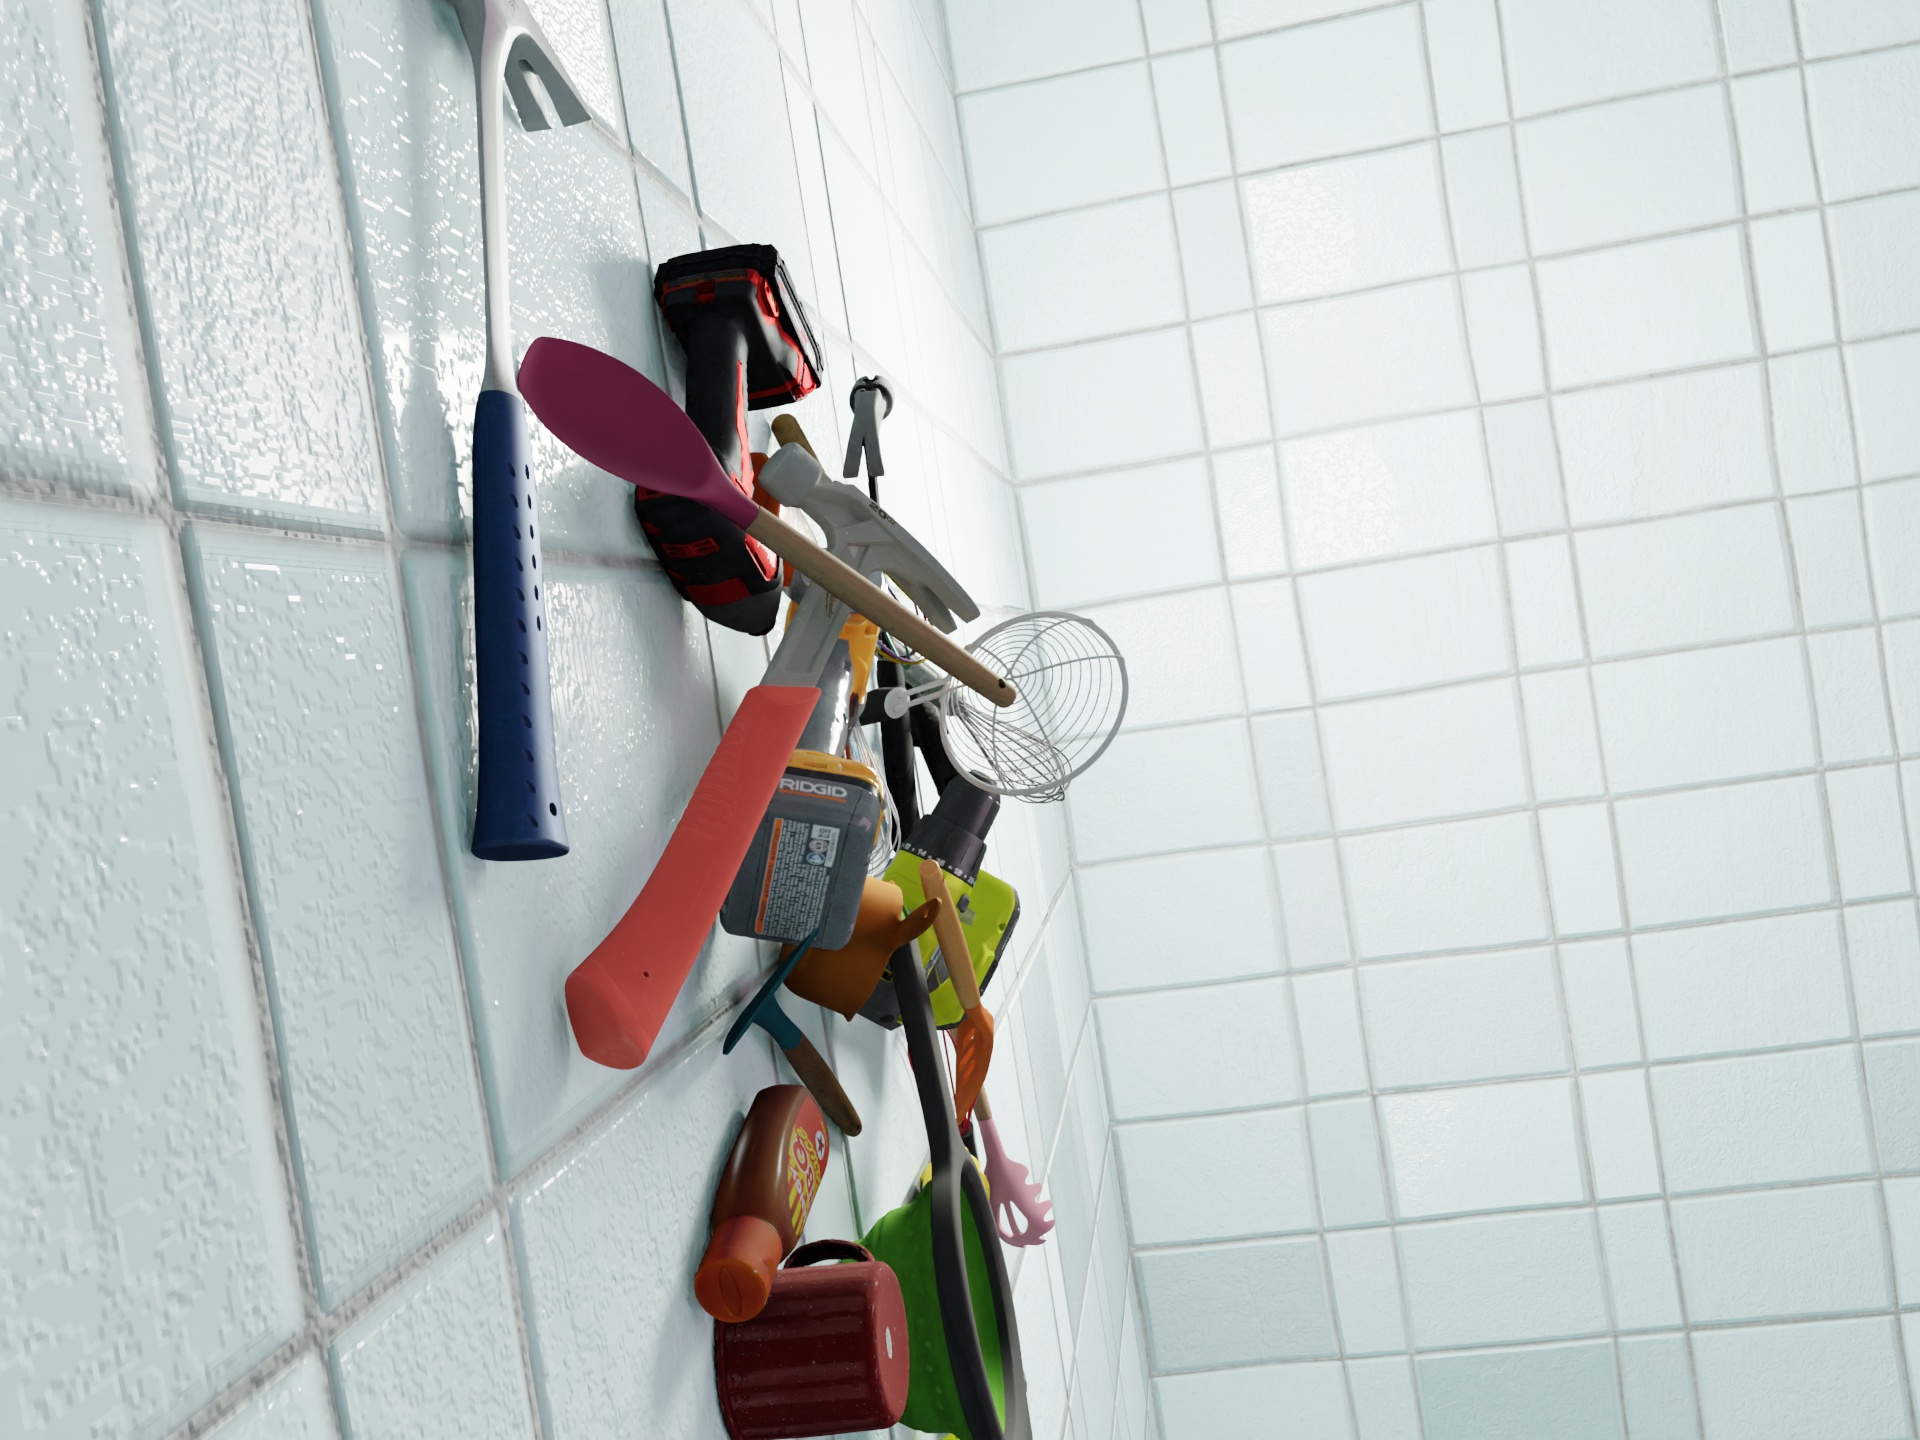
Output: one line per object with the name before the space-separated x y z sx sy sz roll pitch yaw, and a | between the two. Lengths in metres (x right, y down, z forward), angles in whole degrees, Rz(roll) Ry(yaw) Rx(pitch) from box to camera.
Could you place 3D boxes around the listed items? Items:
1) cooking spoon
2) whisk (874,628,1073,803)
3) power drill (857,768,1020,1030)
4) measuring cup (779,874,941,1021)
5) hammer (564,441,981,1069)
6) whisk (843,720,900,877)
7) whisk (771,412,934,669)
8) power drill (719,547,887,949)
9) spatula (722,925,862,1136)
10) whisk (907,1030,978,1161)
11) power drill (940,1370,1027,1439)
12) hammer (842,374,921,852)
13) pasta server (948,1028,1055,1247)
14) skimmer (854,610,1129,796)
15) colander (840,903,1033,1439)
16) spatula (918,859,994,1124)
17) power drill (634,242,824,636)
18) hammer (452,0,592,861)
cooking spoon | -0.088 -0.089 0.813 0.318 0.017 0.069 34 46 -29
whisk | 0.002 -0.009 1.367 0.246 0.058 0.059 40 -19 26
power drill | -0.015 0.145 1.202 0.190 0.080 0.228 -62 165 -11
measuring cup | -0.063 0.122 0.959 0.173 0.052 0.095 -40 -150 62
hammer | -0.094 0.018 0.791 0.149 0.036 0.359 42 45 -23
whisk | -0.089 -0.008 1.164 0.070 0.070 0.285 67 11 -59
whisk | -0.081 -0.132 1.143 0.245 0.047 0.051 61 -3 28
power drill | -0.091 0.031 0.956 0.226 0.084 0.185 -88 -170 -48
spatula | -0.090 0.209 0.966 0.082 0.044 0.317 -54 155 -21
whisk | -0.002 0.345 1.396 0.073 0.073 0.295 -87 172 -52
power drill | 0.021 0.571 1.249 0.223 0.080 0.171 -79 159 -74
hammer | -0.059 -0.065 1.309 0.149 0.036 0.408 -89 175 -61
pasta server | 0.017 0.343 1.482 0.040 0.060 0.316 -8 81 -73
skimmer | -0.002 -0.004 1.120 0.127 0.090 0.363 -65 -164 -13
colander | -0.040 0.311 1.046 0.204 0.094 0.397 21 56 -84
spatula | -0.006 0.183 1.098 0.322 0.041 0.081 77 11 -53
power drill | -0.135 -0.162 0.946 0.143 0.078 0.220 66 21 -57
hammer | -0.191 -0.142 0.673 0.144 0.035 0.406 50 32 -74
